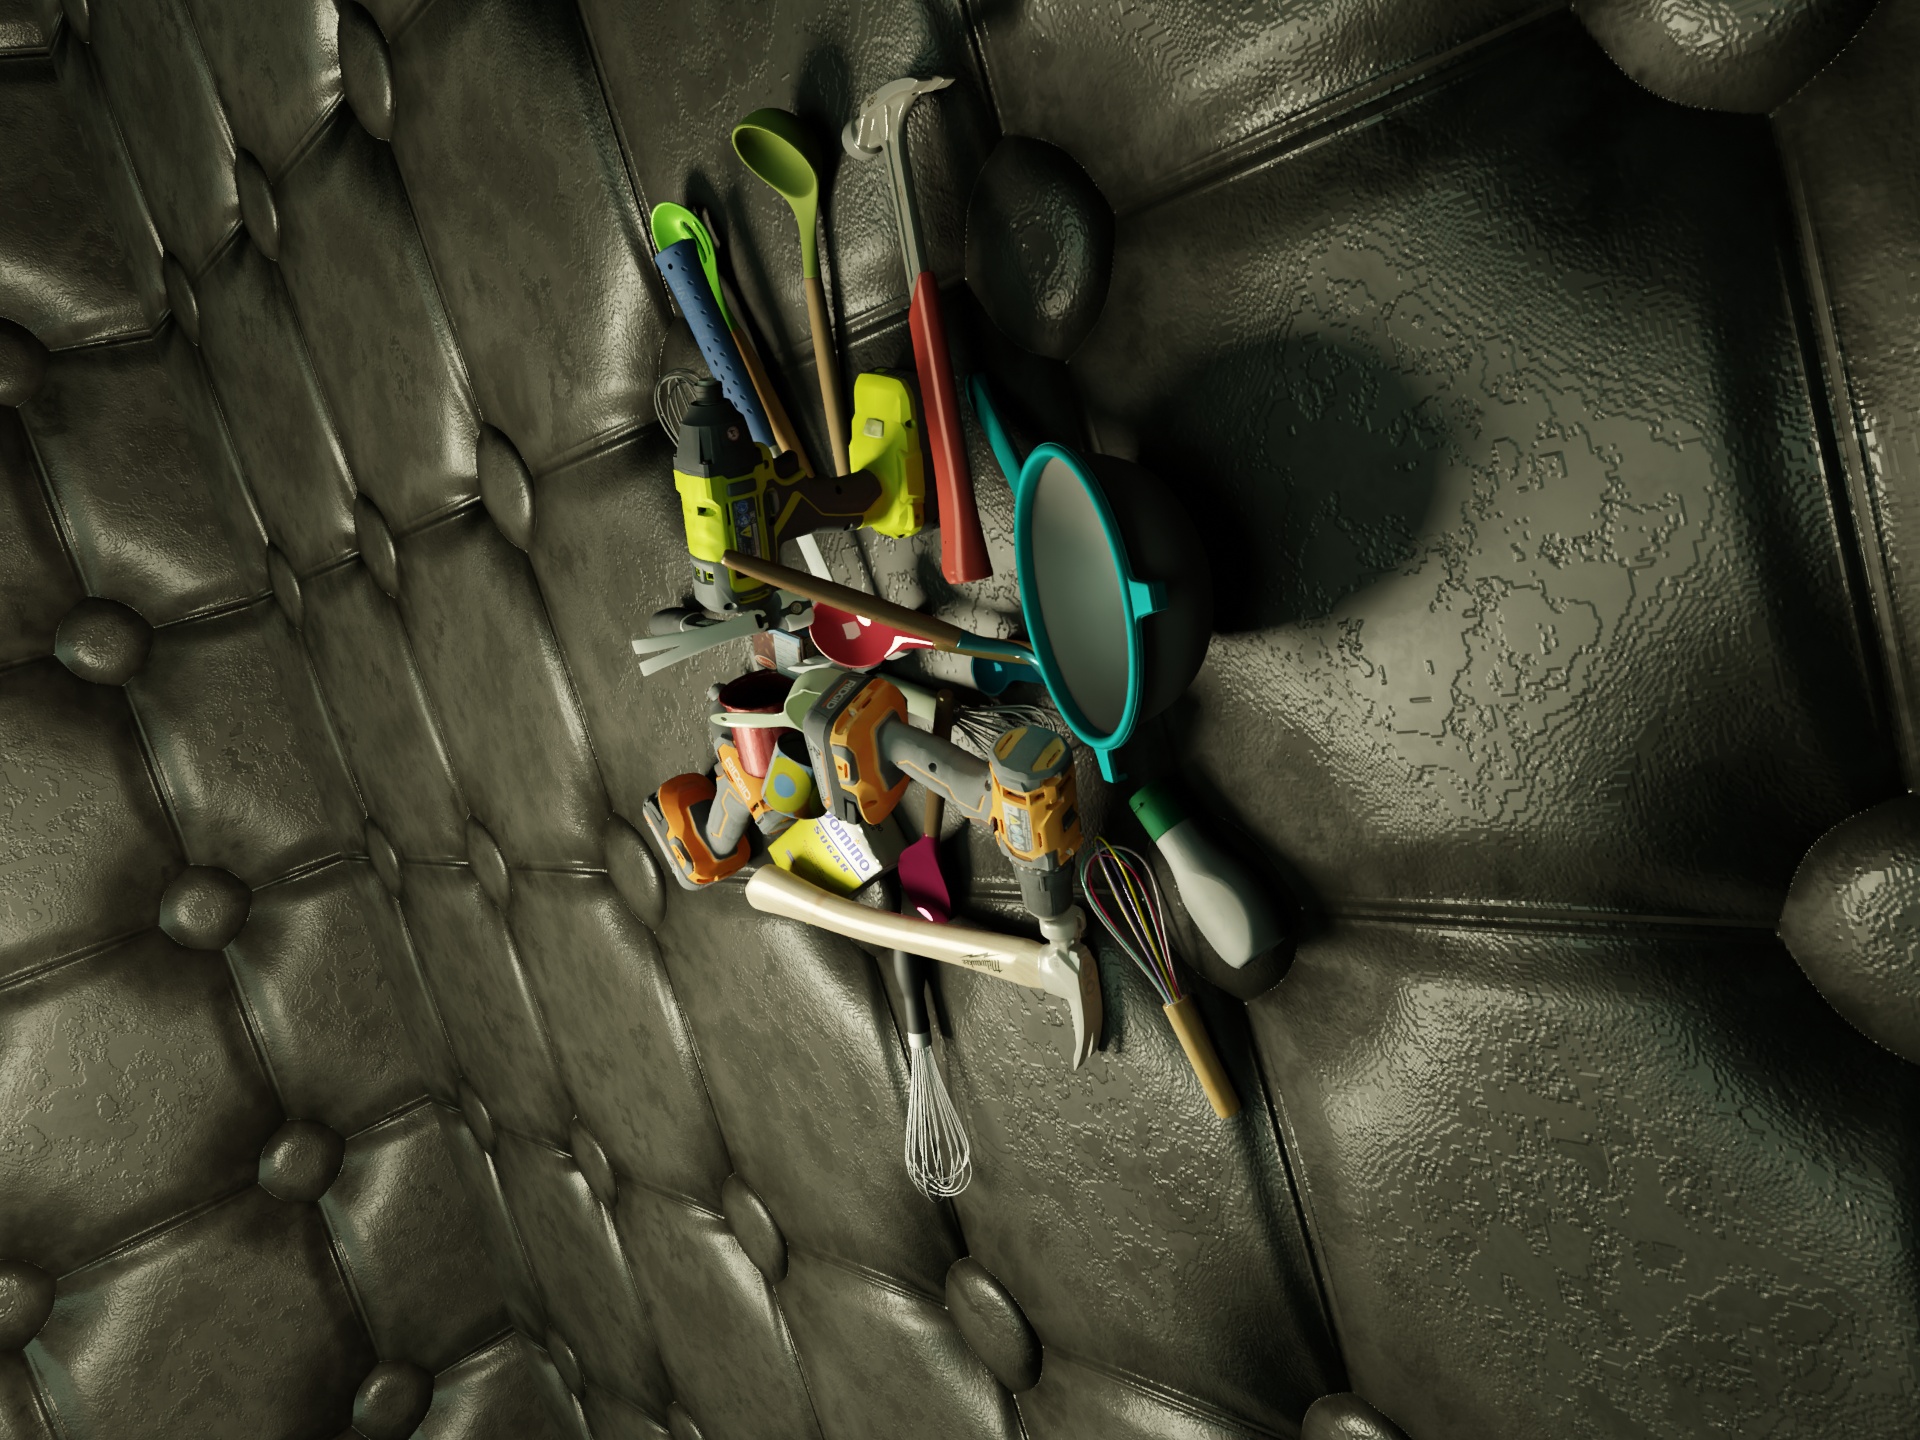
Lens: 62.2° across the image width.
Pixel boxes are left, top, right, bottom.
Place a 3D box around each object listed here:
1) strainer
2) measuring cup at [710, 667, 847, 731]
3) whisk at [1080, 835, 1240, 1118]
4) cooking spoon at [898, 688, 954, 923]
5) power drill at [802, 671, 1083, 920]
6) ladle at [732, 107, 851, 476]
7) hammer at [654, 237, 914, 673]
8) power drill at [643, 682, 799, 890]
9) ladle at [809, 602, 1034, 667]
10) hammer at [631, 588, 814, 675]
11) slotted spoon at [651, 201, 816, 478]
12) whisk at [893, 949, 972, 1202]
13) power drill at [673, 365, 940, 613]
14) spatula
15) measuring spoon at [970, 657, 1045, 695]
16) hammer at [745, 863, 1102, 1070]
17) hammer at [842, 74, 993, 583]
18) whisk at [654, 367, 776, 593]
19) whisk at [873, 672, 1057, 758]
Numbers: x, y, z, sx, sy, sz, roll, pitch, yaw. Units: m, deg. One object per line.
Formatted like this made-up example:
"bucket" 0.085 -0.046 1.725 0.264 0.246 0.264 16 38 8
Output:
"strainer" 0.095 -0.139 1.122 0.210 0.095 0.341 95 158 -51
"measuring cup" -0.155 -0.015 1.449 0.167 0.038 0.083 -2 142 30
"whisk" 0.159 0.202 1.250 0.047 0.051 0.245 -25 91 48
"cooking spoon" -0.023 0.082 1.394 0.069 0.017 0.318 38 147 24
"power drill" -0.005 0.065 1.275 0.226 0.084 0.185 18 139 27
"ladle" -0.127 -0.337 1.313 0.078 0.062 0.320 15 123 43
"hammer" -0.171 -0.226 1.408 0.144 0.035 0.405 -20 96 45
"power drill" -0.251 0.070 1.670 0.226 0.084 0.164 -41 74 48
"ladle" 0.001 -0.062 1.285 0.315 0.031 0.069 10 116 38
"hammer" -0.252 -0.087 1.491 0.409 0.149 0.036 -167 59 -71
"slotted spoon" -0.192 -0.324 1.427 0.070 0.031 0.314 -29 87 51
"whisk" -0.035 0.341 1.565 0.070 0.070 0.284 7 109 50
"power drill" -0.115 -0.194 1.229 0.080 0.223 0.171 21 125 44
"spatula" -0.029 -0.059 1.184 0.082 0.317 0.044 -137 66 -80
"measuring spoon" 0.062 -0.041 1.269 0.129 0.021 0.042 3 101 41
"hammer" -0.046 0.205 1.466 0.411 0.038 0.146 9 117 40
"hammer" -0.018 -0.280 1.175 0.149 0.036 0.359 12 114 65
"whisk" -0.224 -0.215 1.486 0.055 0.055 0.238 9 128 49
"whisk" -0.002 -0.004 1.346 0.246 0.059 0.058 21 88 49
